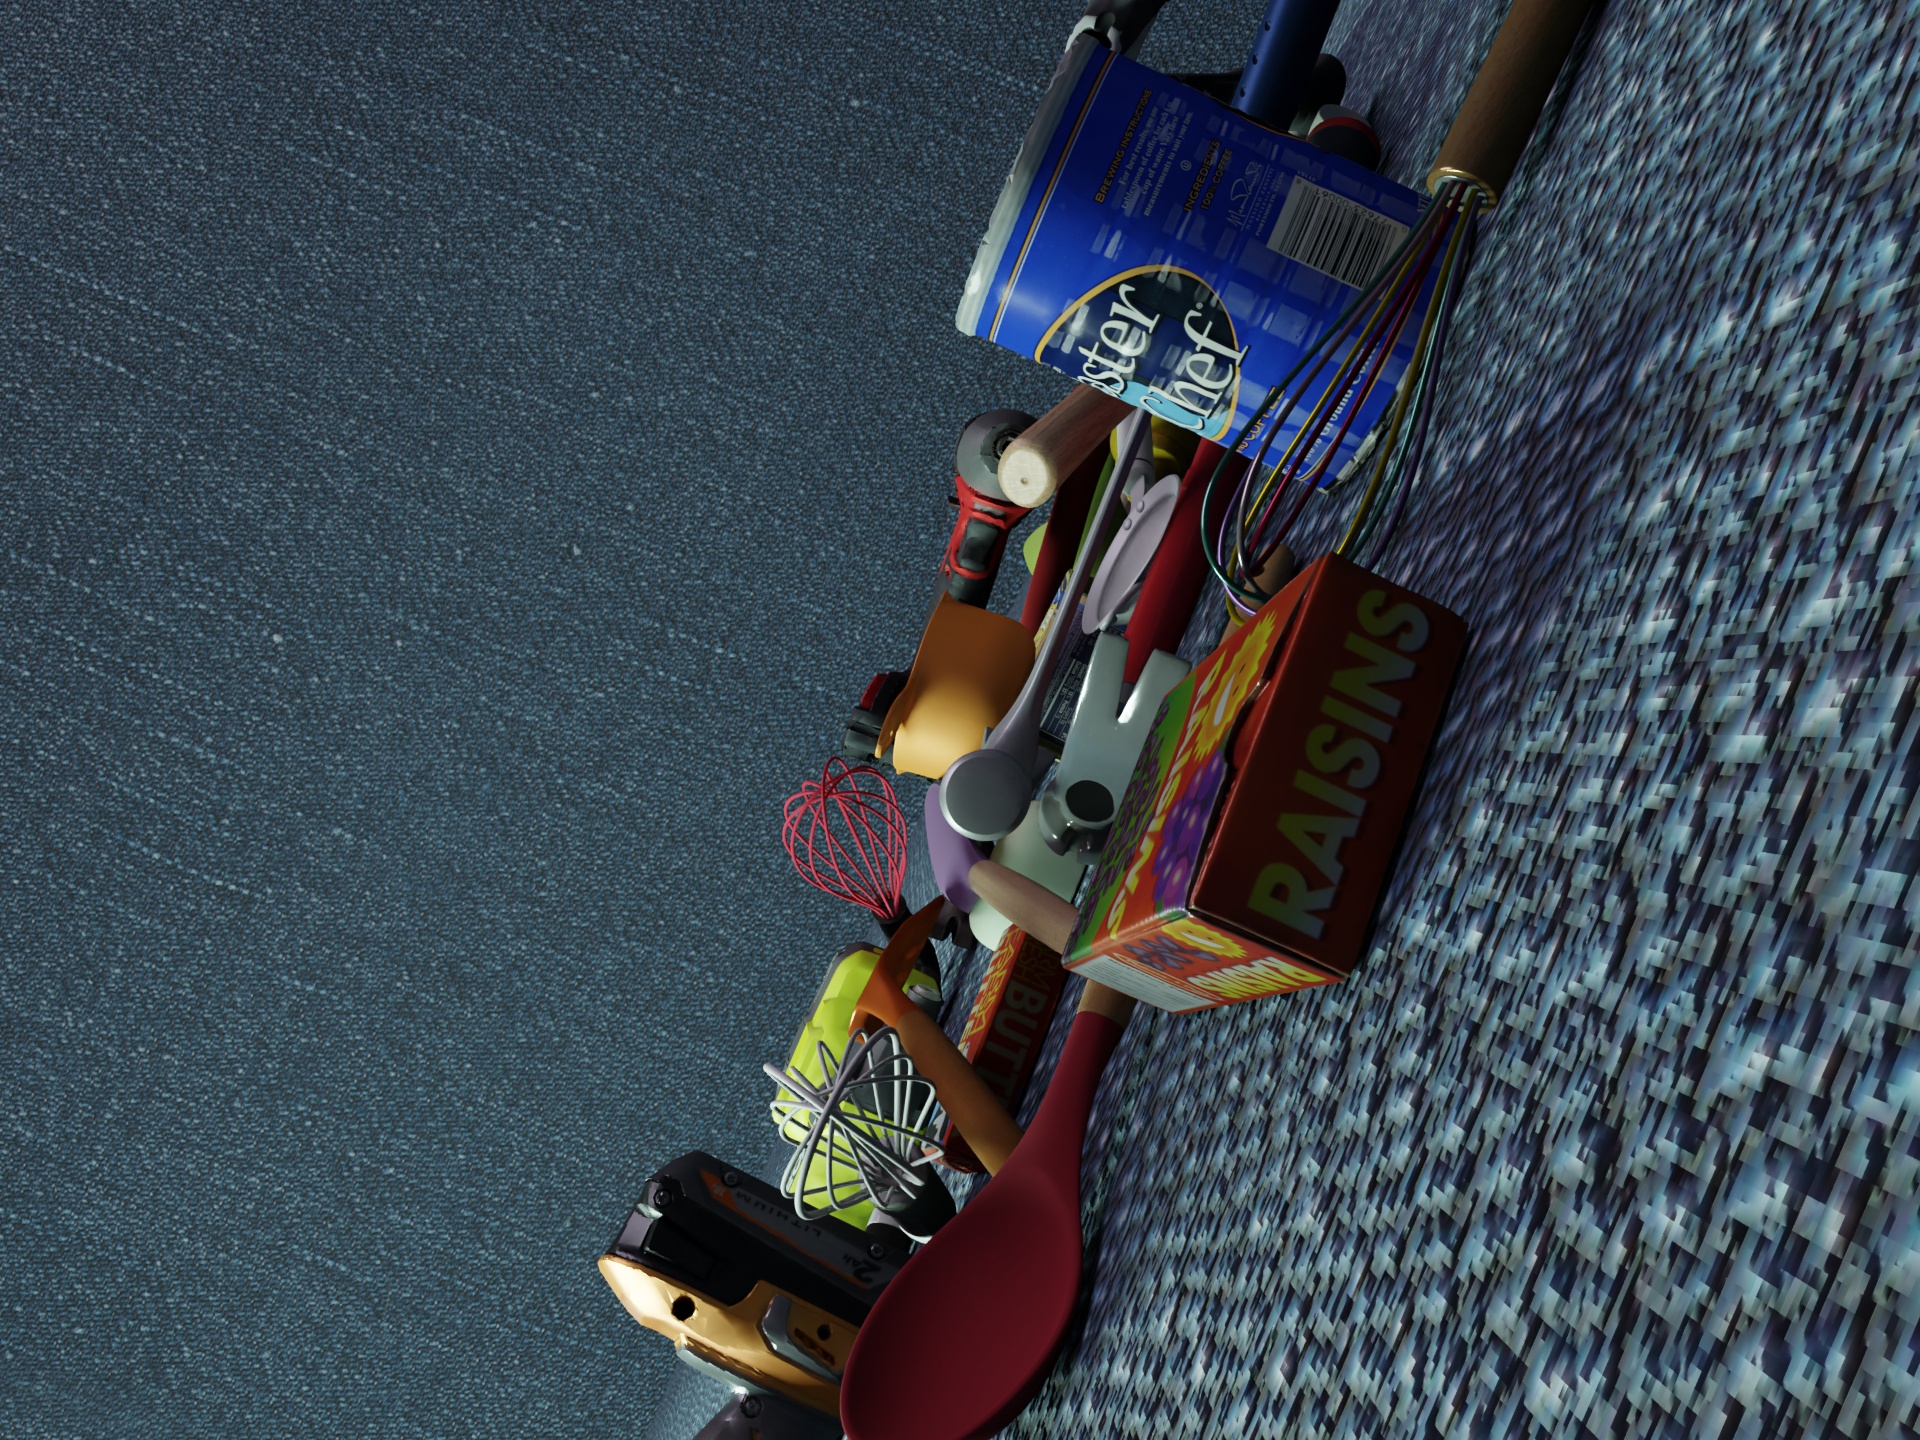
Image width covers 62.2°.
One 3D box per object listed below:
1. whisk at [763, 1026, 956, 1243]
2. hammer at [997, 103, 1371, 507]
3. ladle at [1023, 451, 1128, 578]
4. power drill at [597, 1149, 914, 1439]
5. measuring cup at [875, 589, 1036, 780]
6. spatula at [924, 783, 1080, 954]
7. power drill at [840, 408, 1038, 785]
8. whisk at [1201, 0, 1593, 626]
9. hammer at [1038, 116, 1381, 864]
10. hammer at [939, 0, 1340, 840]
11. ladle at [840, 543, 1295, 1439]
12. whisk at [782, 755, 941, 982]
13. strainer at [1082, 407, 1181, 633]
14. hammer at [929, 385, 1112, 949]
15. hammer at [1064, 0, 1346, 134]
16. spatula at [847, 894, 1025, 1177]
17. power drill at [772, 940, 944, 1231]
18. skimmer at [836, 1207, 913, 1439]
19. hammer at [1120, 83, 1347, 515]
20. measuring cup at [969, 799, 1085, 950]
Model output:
[{"bbox_3d":[-0.024,0.153,0.540,0.059,0.058,0.246,-62,-16,-20],"label":"whisk"},{"bbox_3d":[0.110,-0.194,0.790,0.331,0.031,0.130,-48,-13,-41],"label":"hammer"},{"bbox_3d":[0.097,-0.228,1.033,0.062,0.078,0.320,-120,34,-60],"label":"ladle"},{"bbox_3d":[-0.124,0.267,0.547,0.226,0.185,0.084,-64,-1,-29],"label":"power drill"},{"bbox_3d":[-0.001,-0.002,0.735,0.174,0.052,0.095,-58,-16,-76],"label":"measuring cup"},{"bbox_3d":[0.015,0.065,0.648,0.316,0.018,0.060,-165,66,-78],"label":"spatula"},{"bbox_3d":[0.001,-0.075,0.933,0.143,0.078,0.219,-122,51,-88],"label":"power drill"},{"bbox_3d":[0.134,-0.136,0.465,0.245,0.051,0.047,-63,-4,-6],"label":"whisk"},{"bbox_3d":[0.118,-0.132,0.659,0.143,0.038,0.386,100,-167,-61],"label":"hammer"},{"bbox_3d":[0.083,-0.148,0.638,0.144,0.035,0.405,-18,-51,-84],"label":"hammer"},{"bbox_3d":[0.049,0.067,0.475,0.069,0.031,0.316,-8,47,46],"label":"ladle"},{"bbox_3d":[-0.050,0.111,1.004,0.295,0.073,0.073,70,-142,-57],"label":"whisk"},{"bbox_3d":[0.093,-0.119,0.811,0.086,0.050,0.259,-53,20,37],"label":"strainer"},{"bbox_3d":[0.042,-0.034,1.026,0.149,0.036,0.359,-71,-4,-72],"label":"hammer"},{"bbox_3d":[0.121,-0.285,0.742,0.409,0.036,0.149,-39,-23,-58],"label":"hammer"},{"bbox_3d":[-0.004,0.128,0.613,0.081,0.041,0.323,-63,15,-1],"label":"spatula"},{"bbox_3d":[-0.055,0.212,0.920,0.223,0.080,0.171,-130,63,-83],"label":"power drill"},{"bbox_3d":[-0.116,0.352,0.628,0.127,0.090,0.363,72,-149,-41],"label":"skimmer"},{"bbox_3d":[0.167,-0.264,1.139,0.146,0.038,0.410,-174,107,-86],"label":"hammer"},{"bbox_3d":[0.033,0.062,0.787,0.168,0.038,0.083,-82,15,-74],"label":"measuring cup"}]
